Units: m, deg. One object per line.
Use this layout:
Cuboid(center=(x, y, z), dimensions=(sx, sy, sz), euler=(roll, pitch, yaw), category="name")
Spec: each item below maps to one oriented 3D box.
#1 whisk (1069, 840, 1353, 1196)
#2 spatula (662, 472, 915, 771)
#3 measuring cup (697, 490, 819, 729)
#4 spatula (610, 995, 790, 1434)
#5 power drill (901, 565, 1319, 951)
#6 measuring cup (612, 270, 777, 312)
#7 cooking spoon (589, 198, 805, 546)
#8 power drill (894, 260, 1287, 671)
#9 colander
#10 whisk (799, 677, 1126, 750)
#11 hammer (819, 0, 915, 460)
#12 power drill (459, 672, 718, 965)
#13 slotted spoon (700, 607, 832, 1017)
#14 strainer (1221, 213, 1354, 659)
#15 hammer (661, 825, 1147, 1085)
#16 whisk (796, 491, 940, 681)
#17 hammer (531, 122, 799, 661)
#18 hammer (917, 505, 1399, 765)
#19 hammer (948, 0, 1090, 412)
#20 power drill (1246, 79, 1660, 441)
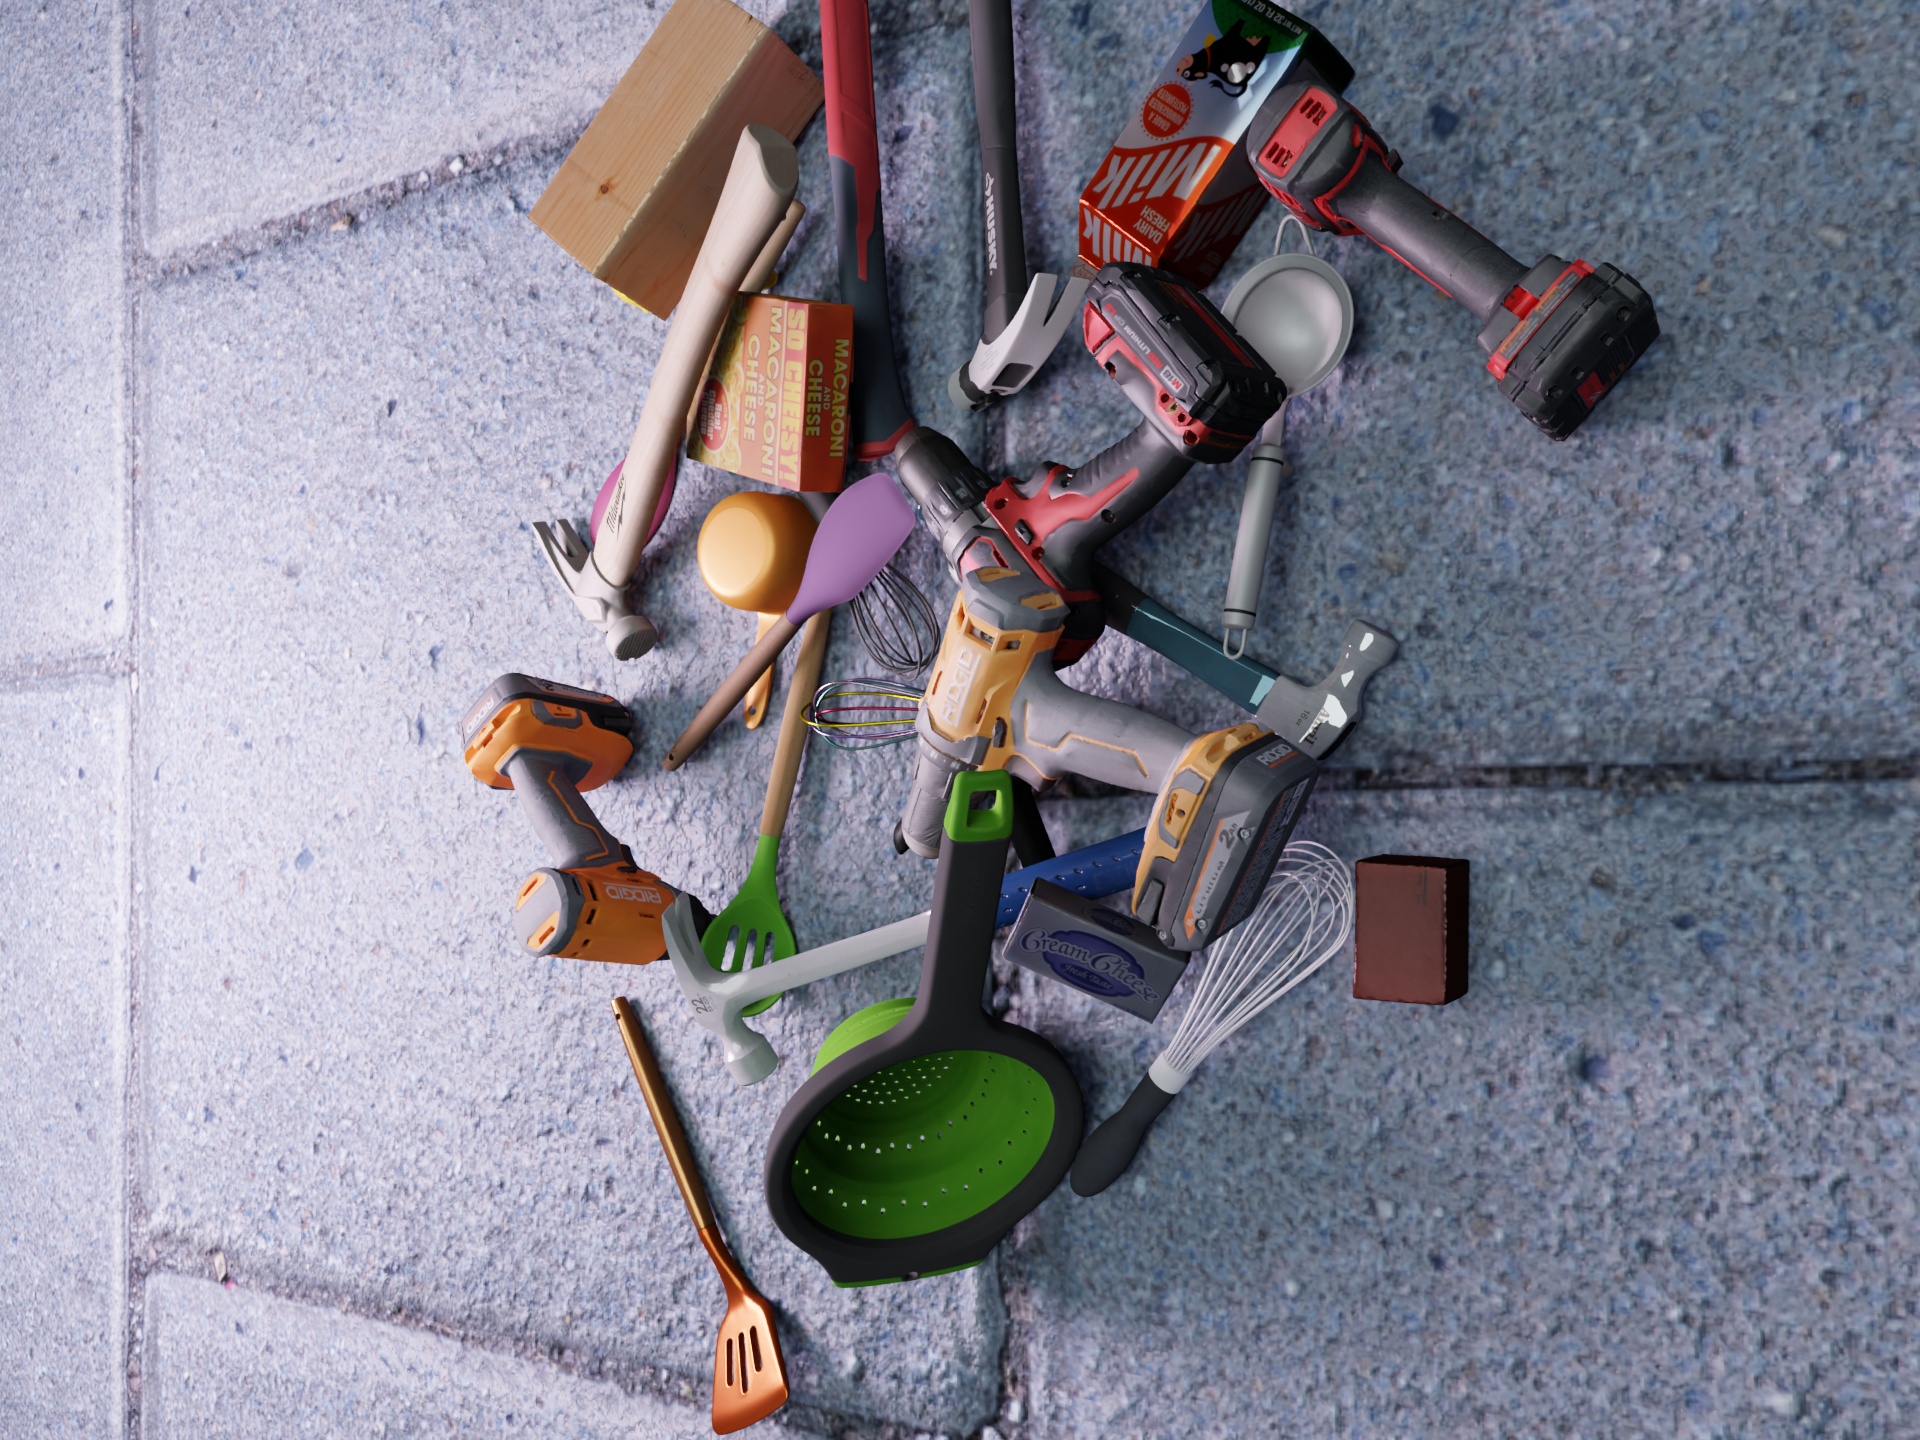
Cuboid(center=(0.144, 0.189, 0.952), dimensions=(0.070, 0.070, 0.284), euler=(43, 115, 25), category="whisk")
Cuboid(center=(-0.130, -0.058, 1.109), dimensions=(0.316, 0.018, 0.060), euler=(-46, 70, 36), category="spatula")
Cuboid(center=(-0.153, -0.080, 1.145), dimensions=(0.095, 0.052, 0.173), euler=(10, 93, 32), category="measuring cup")
Cuboid(center=(-0.202, 0.353, 1.172), dimensions=(0.081, 0.041, 0.323), euler=(-36, 70, 27), category="spatula")
Cuboid(center=(0.067, 0.040, 0.906), dimensions=(0.226, 0.084, 0.185), euler=(33, 118, 25), category="power drill")
Cuboid(center=(-0.205, -0.339, 1.199), dimensions=(0.157, 0.029, 0.062), euler=(12, 95, 32), category="measuring cup")
Cuboid(center=(-0.201, -0.251, 1.196), dimensions=(0.069, 0.017, 0.318), euler=(47, 115, 24), category="cooking spoon")
Cuboid(center=(0.063, -0.164, 0.954), dimensions=(0.226, 0.080, 0.188), euler=(-50, 63, 31), category="power drill")
Cuboid(center=(-0.021, 0.176, 0.968), dimensions=(0.095, 0.204, 0.396), euler=(-118, 30, -53), category="colander")
Cuboid(center=(-0.003, -0.002, 1.056), dimensions=(0.245, 0.047, 0.051), euler=(2, 89, 29), category="whisk")
Cuboid(center=(-0.085, -0.371, 1.075), dimensions=(0.038, 0.143, 0.386), euler=(-2, 93, 60), category="hammer")
Cuboid(center=(-0.267, 0.081, 1.167), dimensions=(0.084, 0.164, 0.227), euler=(-44, 55, 23), category="power drill")
Cuboid(center=(-0.128, 0.057, 1.140), dimensions=(0.070, 0.031, 0.314), euler=(12, 93, -1), category="slotted spoon")
Cuboid(center=(0.181, -0.162, 0.931), dimensions=(0.087, 0.050, 0.258), euler=(9, 88, 37), category="strainer")
Cuboid(center=(-0.019, 0.128, 1.025), dimensions=(0.405, 0.035, 0.144), euler=(-22, 106, 26), category="hammer")
Cuboid(center=(-0.080, -0.126, 1.106), dimensions=(0.055, 0.055, 0.239), euler=(-42, 64, 24), category="whisk")
Cuboid(center=(-0.209, -0.234, 1.122), dimensions=(0.146, 0.038, 0.410), euler=(52, 132, 24), category="hammer")
Cuboid(center=(0.102, -0.073, 0.998), dimensions=(0.331, 0.033, 0.128), euler=(35, 105, 28), category="hammer")
Cuboid(center=(0.026, -0.381, 1.026), dimensions=(0.146, 0.035, 0.335), euler=(156, 114, -65), category="hammer")
Cuboid(center=(0.257, -0.249, 0.849), dimensions=(0.220, 0.143, 0.078), euler=(45, 110, 18), category="power drill")
